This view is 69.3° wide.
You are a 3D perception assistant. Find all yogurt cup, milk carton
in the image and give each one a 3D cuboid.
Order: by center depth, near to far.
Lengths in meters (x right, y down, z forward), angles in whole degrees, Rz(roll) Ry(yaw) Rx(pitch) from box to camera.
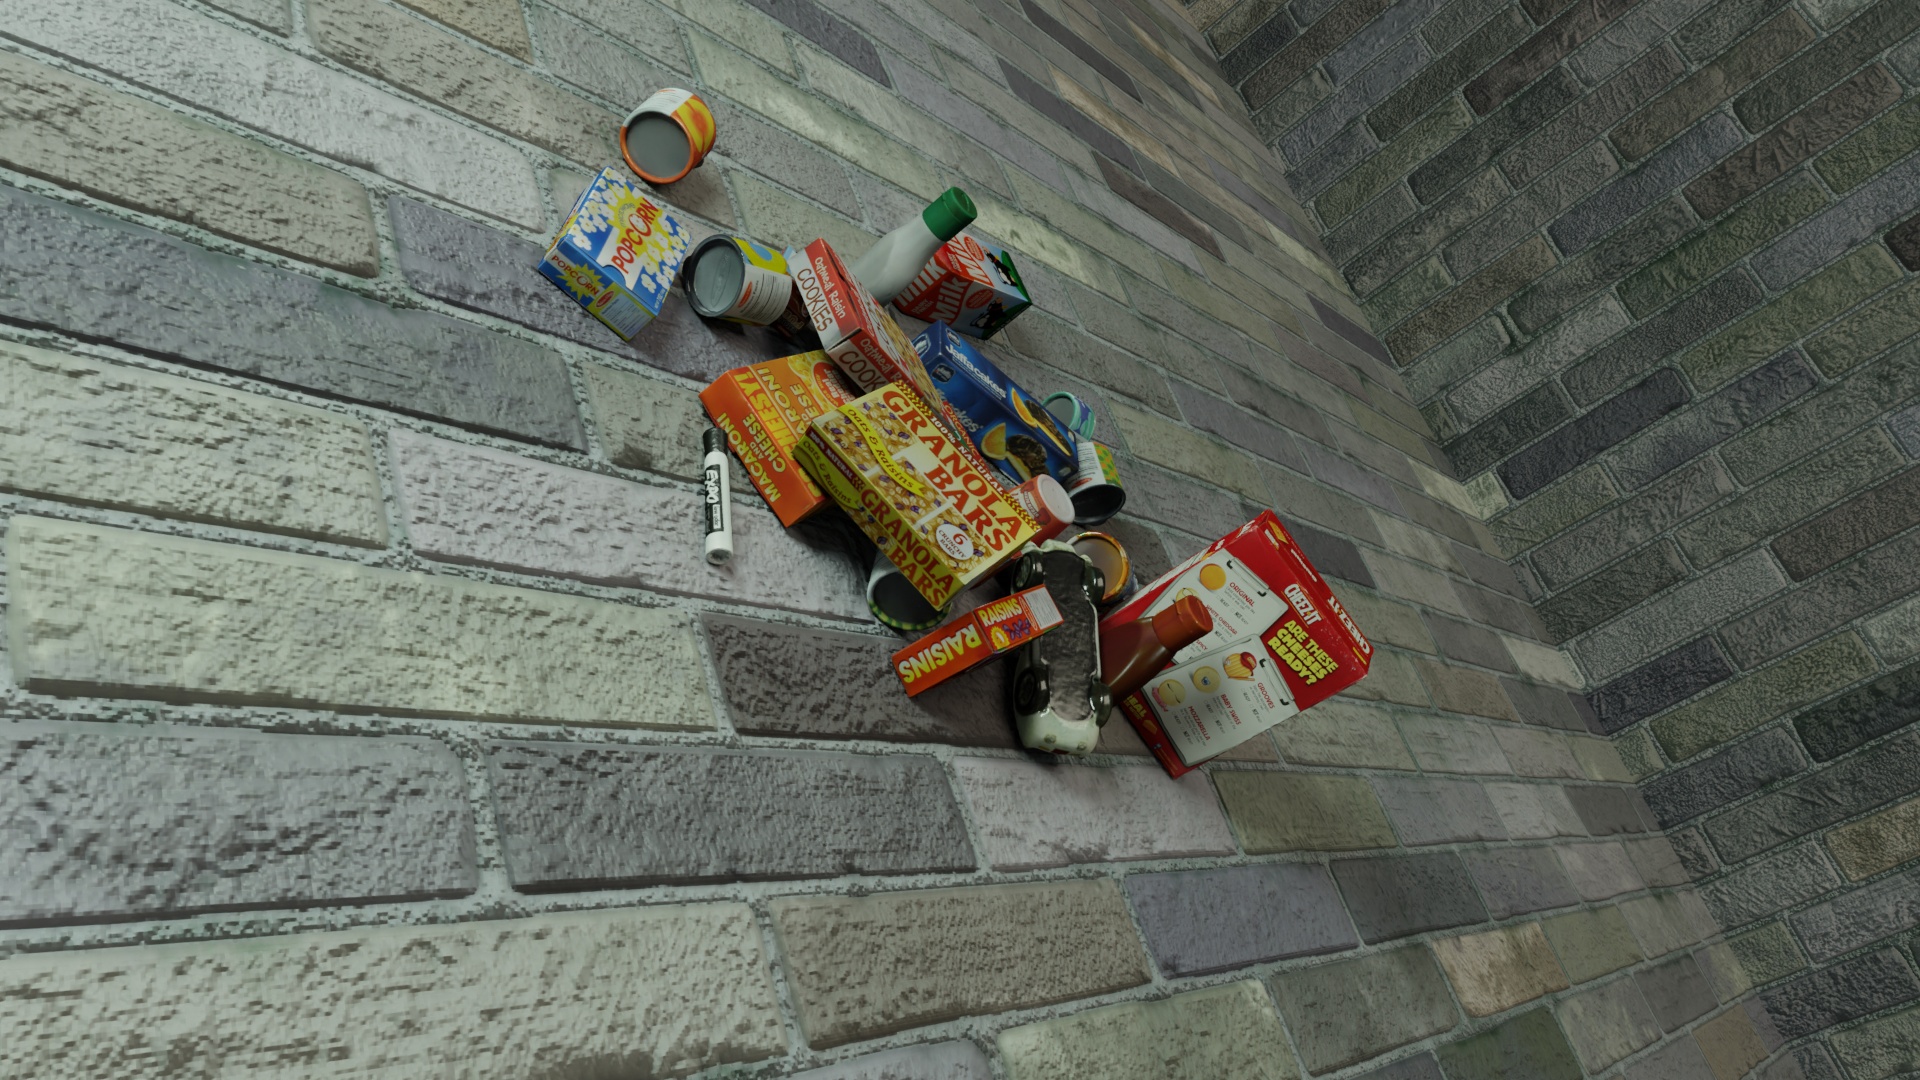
[{"bbox_3d":[0.071,-0.026,1.313,0.072,0.053,0.073,38,33,-29],"label":"yogurt cup"},{"bbox_3d":[-0.014,-0.272,1.432,0.191,0.072,0.073,7,54,-54],"label":"milk carton"}]

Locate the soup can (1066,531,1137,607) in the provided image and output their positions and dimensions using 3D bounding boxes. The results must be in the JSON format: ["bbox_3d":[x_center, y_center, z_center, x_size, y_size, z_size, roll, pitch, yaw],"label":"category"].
[{"bbox_3d":[0.129,0.028,1.296,0.071,0.071,0.084,60,6,10],"label":"soup can"}]

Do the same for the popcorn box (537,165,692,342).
[{"bbox_3d":[-0.257,-0.218,1.046,0.085,0.038,0.127,41,31,-26],"label":"popcorn box"}]

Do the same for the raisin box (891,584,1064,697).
[{"bbox_3d":[0.015,0.078,1.082,0.124,0.086,0.040,-14,76,-60],"label":"raisin box"}]

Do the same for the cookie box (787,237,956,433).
[{"bbox_3d":[-0.075,-0.167,1.197,0.167,0.040,0.123,44,16,-51],"label":"cookie box"}]

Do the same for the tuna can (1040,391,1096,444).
[{"bbox_3d":[0.107,-0.123,1.457,0.033,0.071,0.071,29,37,-38],"label":"tuna can"}]

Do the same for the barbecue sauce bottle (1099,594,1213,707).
[{"bbox_3d":[0.148,0.098,1.194,0.043,0.148,0.065,33,34,-33],"label":"barbecue sauce bottle"}]

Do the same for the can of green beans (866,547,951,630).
[{"bbox_3d":[-0.036,0.028,1.081,0.071,0.071,0.058,41,31,-23],"label":"can of green beans"}]

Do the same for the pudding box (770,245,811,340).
[{"bbox_3d":[-0.151,-0.218,1.214,0.049,0.030,0.084,43,30,-22],"label":"pudding box"}]

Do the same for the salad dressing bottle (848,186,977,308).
[{"bbox_3d":[-0.049,-0.272,1.302,0.044,0.147,0.064,33,35,-35],"label":"salad dressing bottle"}]

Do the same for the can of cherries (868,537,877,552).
[{"bbox_3d":[-0.038,-0.020,1.132,0.071,0.071,0.059,49,29,-9],"label":"can of cherries"}]

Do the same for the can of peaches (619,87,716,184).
[{"bbox_3d":[-0.245,-0.338,1.167,0.071,0.071,0.058,44,30,-18],"label":"can of peaches"}]

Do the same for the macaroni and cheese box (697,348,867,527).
[{"bbox_3d":[-0.119,-0.086,1.107,0.124,0.040,0.167,56,28,3],"label":"macaroni and cheese box"}]

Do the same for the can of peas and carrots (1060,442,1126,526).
[{"bbox_3d":[0.131,-0.057,1.427,0.071,0.070,0.059,25,40,-43],"label":"can of peas and carrots"}]

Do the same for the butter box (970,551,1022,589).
[{"bbox_3d":[0.004,-0.015,1.202,0.103,0.053,0.024,58,27,8],"label":"butter box"}]

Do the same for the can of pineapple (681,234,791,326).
[{"bbox_3d":[-0.180,-0.211,1.125,0.058,0.070,0.071,4,56,-56],"label":"can of pineapple"}]

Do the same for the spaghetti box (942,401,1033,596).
[{"bbox_3d":[0.028,-0.019,1.267,0.250,0.028,0.050,59,28,9],"label":"spaghetti box"}]

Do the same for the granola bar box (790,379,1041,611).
[{"bbox_3d":[-0.032,-0.038,1.059,0.165,0.039,0.125,47,37,7],"label":"granola bar box"}]

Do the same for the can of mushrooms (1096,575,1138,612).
[{"bbox_3d":[0.143,0.038,1.372,0.071,0.033,0.071,38,32,-29],"label":"can of mushrooms"}]
